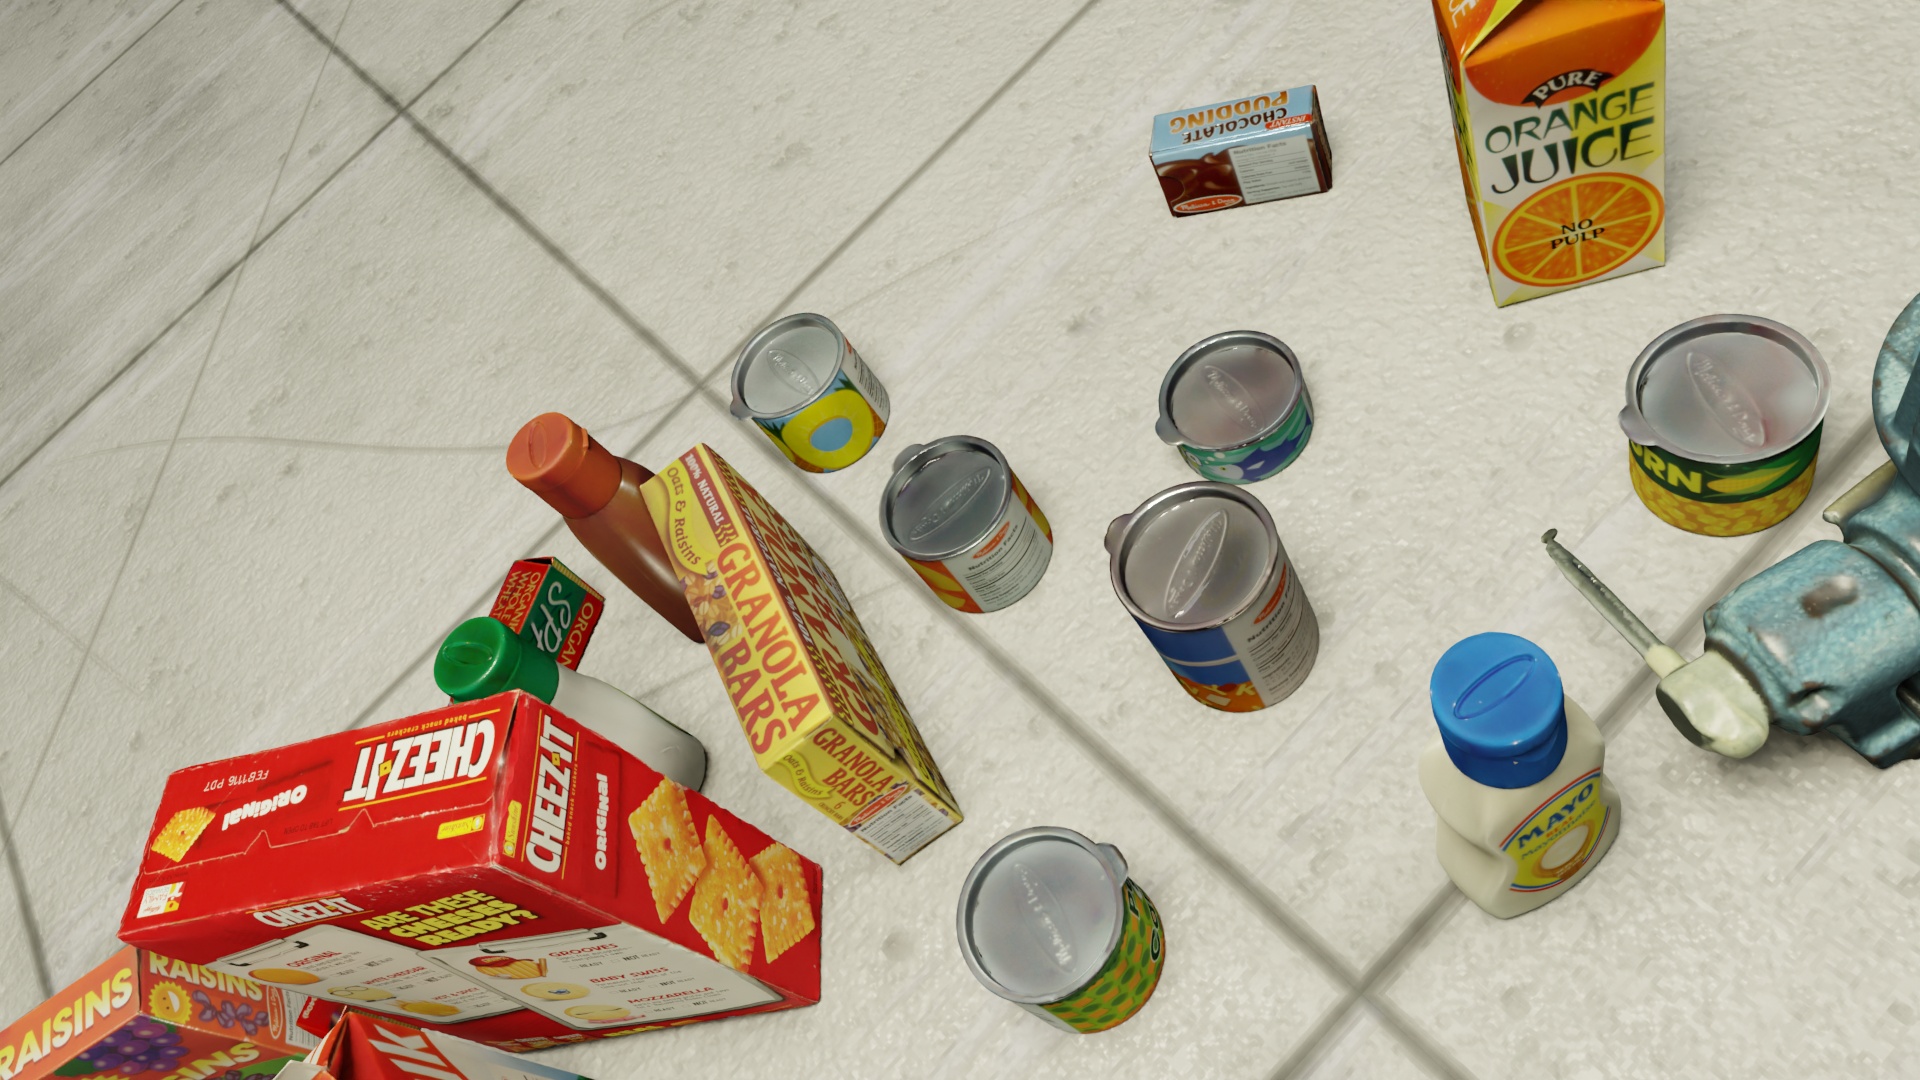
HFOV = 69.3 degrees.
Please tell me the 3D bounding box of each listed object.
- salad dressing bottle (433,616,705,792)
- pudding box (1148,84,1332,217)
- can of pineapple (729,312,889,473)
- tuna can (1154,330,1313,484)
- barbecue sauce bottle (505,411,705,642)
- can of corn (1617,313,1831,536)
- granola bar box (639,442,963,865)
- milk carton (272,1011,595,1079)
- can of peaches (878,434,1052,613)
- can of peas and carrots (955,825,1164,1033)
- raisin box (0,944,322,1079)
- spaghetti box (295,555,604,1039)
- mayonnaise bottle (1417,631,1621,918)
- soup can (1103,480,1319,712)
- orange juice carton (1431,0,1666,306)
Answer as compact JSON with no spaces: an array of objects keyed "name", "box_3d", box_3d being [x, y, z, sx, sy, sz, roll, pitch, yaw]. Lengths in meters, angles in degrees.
[{"name":"salad dressing bottle","box_3d":[-0.173,0.082,0.627,0.064,0.147,0.044,5,64,29]},{"name":"pudding box","box_3d":[0.142,-0.197,0.705,0.083,0.049,0.030,-5,59,24]},{"name":"can of pineapple","box_3d":[-0.080,-0.076,0.736,0.071,0.057,0.071,-13,56,20]},{"name":"tuna can","box_3d":[0.125,-0.059,0.639,0.071,0.032,0.071,-12,56,19]},{"name":"barbecue sauce bottle","box_3d":[-0.158,-0.008,0.674,0.043,0.148,0.065,-25,53,11]},{"name":"can of corn","box_3d":[0.289,-0.042,0.531,0.071,0.058,0.071,-13,56,20]},{"name":"granola bar box","box_3d":[-0.070,0.049,0.611,0.039,0.124,0.166,-35,52,4]},{"name":"milk carton","box_3d":[-0.200,0.237,0.517,0.072,0.190,0.073,-48,52,-6]},{"name":"can of peaches","box_3d":[0.002,-0.008,0.652,0.071,0.058,0.071,-13,56,20]},{"name":"can of peas and carrots","box_3d":[0.042,0.149,0.535,0.071,0.058,0.071,-13,56,20]},{"name":"raisin box","box_3d":[-0.359,0.236,0.639,0.086,0.123,0.040,-33,52,5]},{"name":"spaghetti box","box_3d":[-0.249,0.127,0.698,0.028,0.050,0.251,4,63,29]},{"name":"mayonnaise bottle","box_3d":[0.181,0.077,0.453,0.065,0.147,0.041,-38,52,1]},{"name":"soup can","box_3d":[0.103,0.024,0.566,0.071,0.083,0.071,-13,56,20]},{"name":"orange juice carton","box_3d":[0.237,-0.187,0.561,0.073,0.192,0.072,-13,56,19]}]
